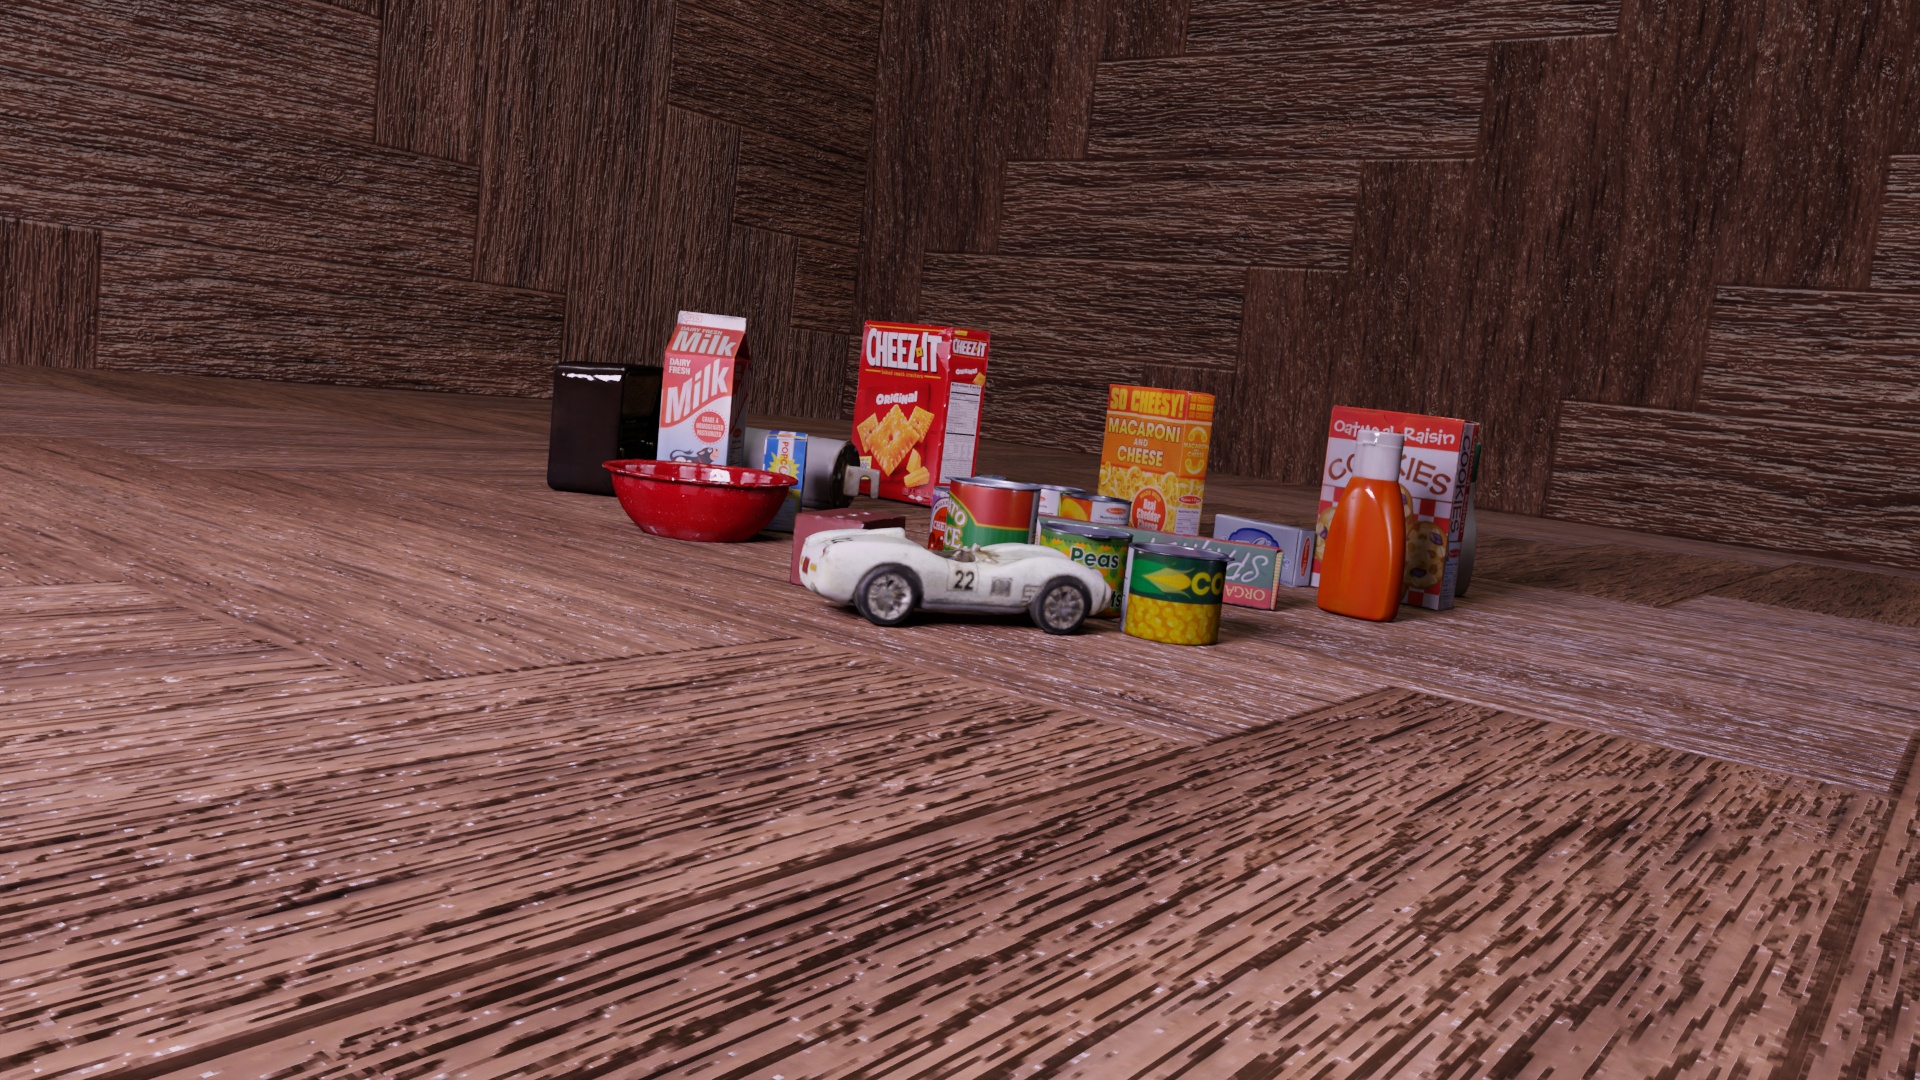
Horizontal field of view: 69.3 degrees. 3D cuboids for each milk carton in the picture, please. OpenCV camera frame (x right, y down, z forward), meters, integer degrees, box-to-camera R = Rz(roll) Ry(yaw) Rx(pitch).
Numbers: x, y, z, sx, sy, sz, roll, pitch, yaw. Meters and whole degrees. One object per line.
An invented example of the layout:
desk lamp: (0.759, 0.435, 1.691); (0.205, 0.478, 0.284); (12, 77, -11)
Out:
milk carton: (-0.257, -0.132, 1.397); (0.072, 0.190, 0.073); (7, 6, 4)

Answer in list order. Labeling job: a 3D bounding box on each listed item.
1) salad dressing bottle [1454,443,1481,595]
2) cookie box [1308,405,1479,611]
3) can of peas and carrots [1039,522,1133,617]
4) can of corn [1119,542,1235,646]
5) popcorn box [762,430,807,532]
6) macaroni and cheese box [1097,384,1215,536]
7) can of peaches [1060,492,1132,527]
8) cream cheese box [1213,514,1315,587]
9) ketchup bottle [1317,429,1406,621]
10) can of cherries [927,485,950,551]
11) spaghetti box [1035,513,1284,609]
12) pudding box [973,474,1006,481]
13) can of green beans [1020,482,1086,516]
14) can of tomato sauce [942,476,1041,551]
salad dressing bottle: (0.472, -0.022, 1.338); (0.044, 0.147, 0.064); (5, 6, -13)
cookie box: (0.386, -0.031, 1.242); (0.123, 0.167, 0.040); (11, 8, 38)
can of peas and carrots: (0.086, 0.021, 0.979); (0.071, 0.058, 0.071); (6, 6, -1)
can of corn: (0.142, 0.035, 0.913); (0.071, 0.058, 0.071); (6, 6, -1)
popcorn box: (-0.164, -0.057, 1.295); (0.038, 0.085, 0.127); (6, 6, -6)
macaroni and cheese box: (0.195, -0.071, 1.411); (0.040, 0.166, 0.124); (2, 7, -34)
can of peaches: (0.125, -0.013, 1.311); (0.071, 0.058, 0.071); (6, 6, -1)
cream cheese box: (0.280, 0.009, 1.297); (0.024, 0.053, 0.104); (2, 8, -38)
ketchup bottle: (0.325, -0.013, 1.107); (0.065, 0.148, 0.043); (12, 8, 43)
can of cherries: (0.004, -0.015, 1.214); (0.071, 0.058, 0.071); (6, 6, -1)
spaghetti box: (0.135, 0.013, 1.129); (0.250, 0.050, 0.029); (8, 6, 18)
pudding box: (0.032, -0.048, 1.566); (0.030, 0.049, 0.084); (7, 6, 7)
can of green beans: (0.089, -0.025, 1.387); (0.071, 0.057, 0.071); (6, 6, -1)
can of tomato sauce: (0.019, -0.001, 0.996); (0.071, 0.083, 0.071); (6, 6, -1)
